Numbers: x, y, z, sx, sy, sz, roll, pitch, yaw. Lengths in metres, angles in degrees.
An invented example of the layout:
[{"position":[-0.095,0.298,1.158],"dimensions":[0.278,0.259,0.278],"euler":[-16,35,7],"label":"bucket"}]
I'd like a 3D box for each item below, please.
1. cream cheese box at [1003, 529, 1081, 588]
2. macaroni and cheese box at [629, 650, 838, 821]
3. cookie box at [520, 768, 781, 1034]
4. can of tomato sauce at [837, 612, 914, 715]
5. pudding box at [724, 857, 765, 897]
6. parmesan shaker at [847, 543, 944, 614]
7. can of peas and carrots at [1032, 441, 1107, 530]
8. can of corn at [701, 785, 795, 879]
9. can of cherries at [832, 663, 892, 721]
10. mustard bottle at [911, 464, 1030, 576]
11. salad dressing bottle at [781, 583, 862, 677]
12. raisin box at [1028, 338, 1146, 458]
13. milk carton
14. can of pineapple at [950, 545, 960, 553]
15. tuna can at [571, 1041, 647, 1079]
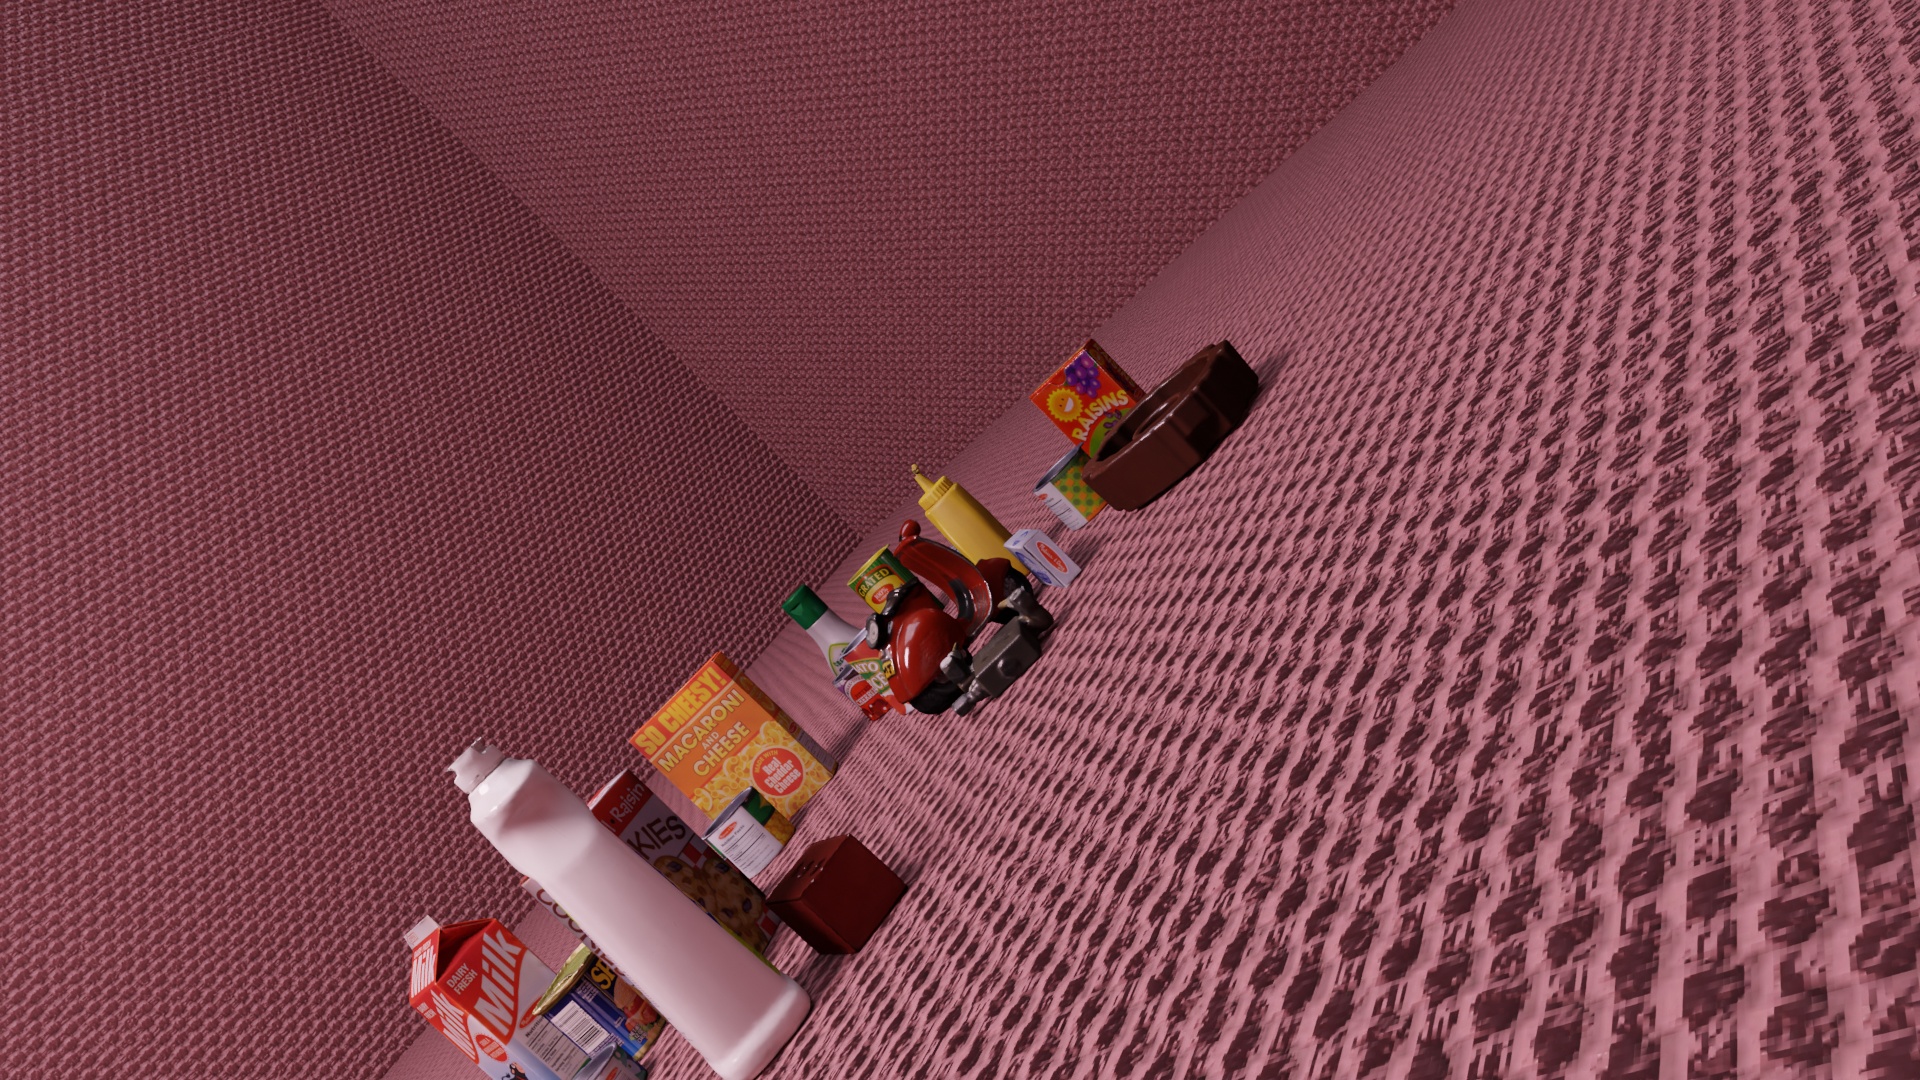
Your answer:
[{"position":[0.073,0.015,1.247],"dimensions":[0.024,0.053,0.104],"euler":[-46,6,-5],"label":"cream cheese box"},{"position":[-0.225,0.211,1.380],"dimensions":[0.123,0.166,0.040],"euler":[-44,6,9],"label":"macaroni and cheese box"},{"position":[-0.219,0.261,1.004],"dimensions":[0.040,0.167,0.123],"euler":[-43,6,23],"label":"cookie box"},{"position":[-0.064,0.117,1.330],"dimensions":[0.071,0.083,0.071],"euler":[-44,6,6],"label":"can of tomato sauce"},{"position":[-0.210,0.310,1.172],"dimensions":[0.083,0.049,0.030],"euler":[-42,7,29],"label":"pudding box"},{"position":[-0.075,0.064,1.672],"dimensions":[0.071,0.103,0.071],"euler":[-44,6,6],"label":"parmesan shaker"},{"position":[0.117,-0.054,1.389],"dimensions":[0.071,0.058,0.071],"euler":[-44,6,6],"label":"can of peas and carrots"},{"position":[-0.197,0.272,1.298],"dimensions":[0.071,0.058,0.071],"euler":[-44,6,6],"label":"can of corn"},{"position":[-0.090,0.145,1.435],"dimensions":[0.071,0.058,0.071],"euler":[-44,6,6],"label":"can of cherries"},{"position":[0.005,-0.018,1.412],"dimensions":[0.048,0.160,0.065],"euler":[-44,6,11],"label":"mustard bottle"},{"position":[-0.131,0.111,1.516],"dimensions":[0.064,0.147,0.044],"euler":[-43,6,22],"label":"salad dressing bottle"},{"position":[0.145,-0.135,1.439],"dimensions":[0.085,0.123,0.040],"euler":[-41,7,33],"label":"raisin box"},{"position":[-0.379,0.382,1.144],"dimensions":[0.072,0.190,0.074],"euler":[-40,8,43],"label":"milk carton"},{"position":[0.017,0.024,1.543],"dimensions":[0.071,0.058,0.071],"euler":[-44,6,6],"label":"can of pineapple"},{"position":[-0.260,0.398,0.999],"dimensions":[0.071,0.033,0.071],"euler":[-44,6,6],"label":"tuna can"}]
